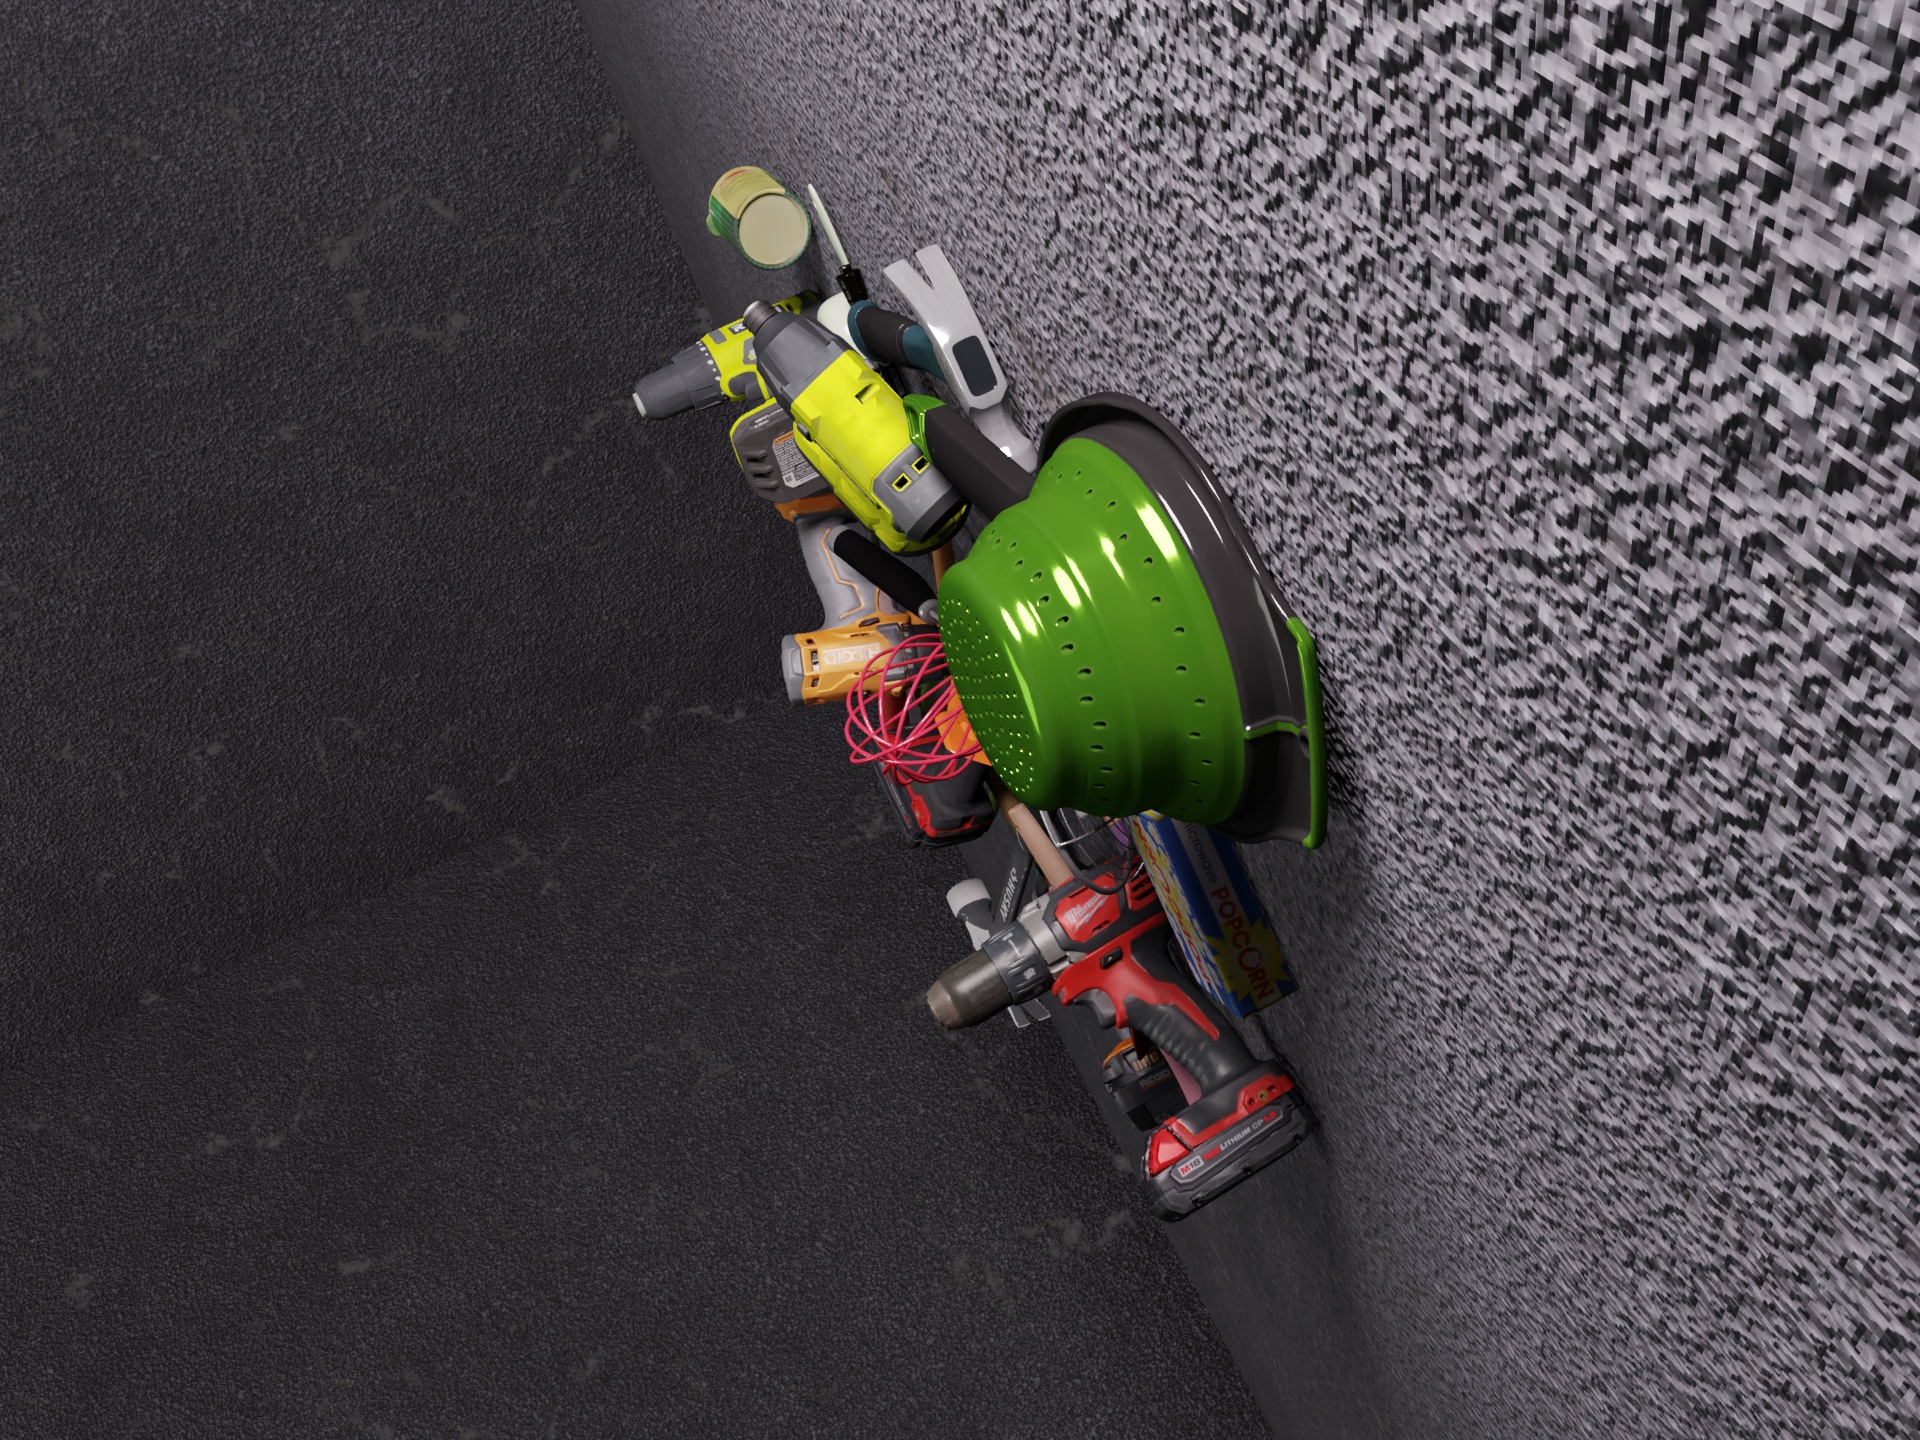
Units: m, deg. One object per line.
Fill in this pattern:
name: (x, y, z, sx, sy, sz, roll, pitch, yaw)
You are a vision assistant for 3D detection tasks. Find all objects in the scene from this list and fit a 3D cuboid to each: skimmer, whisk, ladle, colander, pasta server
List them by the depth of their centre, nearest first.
colander: (0.020, -0.066, 0.738, 0.398, 0.094, 0.204, -130, 22, -52)
whisk: (0.010, -0.033, 0.858, 0.073, 0.073, 0.296, 65, -155, -10)
skimmer: (0.000, -0.022, 1.065, 0.364, 0.090, 0.127, 40, -174, 39)
pasta server: (0.129, 0.188, 1.134, 0.316, 0.040, 0.060, 57, 156, -7)
ladle: (0.081, 0.137, 1.296, 0.316, 0.031, 0.069, 59, 171, 34)

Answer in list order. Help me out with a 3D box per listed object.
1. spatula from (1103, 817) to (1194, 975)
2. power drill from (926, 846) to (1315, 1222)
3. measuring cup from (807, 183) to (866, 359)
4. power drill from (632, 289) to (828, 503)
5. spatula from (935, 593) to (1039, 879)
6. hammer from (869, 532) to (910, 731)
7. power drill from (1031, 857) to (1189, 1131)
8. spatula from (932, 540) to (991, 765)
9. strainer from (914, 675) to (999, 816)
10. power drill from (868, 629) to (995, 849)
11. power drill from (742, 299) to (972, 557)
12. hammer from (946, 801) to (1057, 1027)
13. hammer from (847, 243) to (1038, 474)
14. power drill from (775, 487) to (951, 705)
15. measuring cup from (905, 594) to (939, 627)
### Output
spatula: (0.103, 0.052, 1.163, 0.316, 0.018, 0.059, 62, 178, 8)
power drill: (0.103, 0.213, 1.045, 0.227, 0.188, 0.080, 58, 172, 21)
measuring cup: (-0.097, -0.324, 1.204, 0.083, 0.038, 0.167, 59, 175, 47)
power drill: (-0.169, -0.278, 1.365, 0.229, 0.190, 0.080, 52, 165, 47)
spatula: (0.030, 0.017, 1.603, 0.082, 0.044, 0.317, 72, 172, -80)
hammer: (-0.074, -0.093, 1.559, 0.149, 0.036, 0.359, 88, 174, -73)
power drill: (0.129, 0.224, 1.363, 0.227, 0.084, 0.164, 65, -178, 28)
spatula: (0.001, -0.071, 1.183, 0.041, 0.081, 0.323, -53, 32, 37)
strainer: (0.038, 0.002, 1.422, 0.151, 0.069, 0.256, 69, 158, 9)
power drill: (-0.002, -0.004, 1.295, 0.143, 0.078, 0.219, 64, 150, 28)
power drill: (-0.062, -0.184, 1.028, 0.171, 0.080, 0.223, 47, -178, 2)
hammer: (0.052, 0.104, 1.253, 0.408, 0.036, 0.149, 101, 147, -55)
hammer: (-0.028, -0.233, 0.996, 0.128, 0.033, 0.331, 65, 175, -22)
power drill: (-0.070, -0.131, 1.385, 0.084, 0.185, 0.226, 87, 175, -78)
measuring cup: (-0.063, -0.057, 1.450, 0.052, 0.173, 0.095, 58, 168, 1)
